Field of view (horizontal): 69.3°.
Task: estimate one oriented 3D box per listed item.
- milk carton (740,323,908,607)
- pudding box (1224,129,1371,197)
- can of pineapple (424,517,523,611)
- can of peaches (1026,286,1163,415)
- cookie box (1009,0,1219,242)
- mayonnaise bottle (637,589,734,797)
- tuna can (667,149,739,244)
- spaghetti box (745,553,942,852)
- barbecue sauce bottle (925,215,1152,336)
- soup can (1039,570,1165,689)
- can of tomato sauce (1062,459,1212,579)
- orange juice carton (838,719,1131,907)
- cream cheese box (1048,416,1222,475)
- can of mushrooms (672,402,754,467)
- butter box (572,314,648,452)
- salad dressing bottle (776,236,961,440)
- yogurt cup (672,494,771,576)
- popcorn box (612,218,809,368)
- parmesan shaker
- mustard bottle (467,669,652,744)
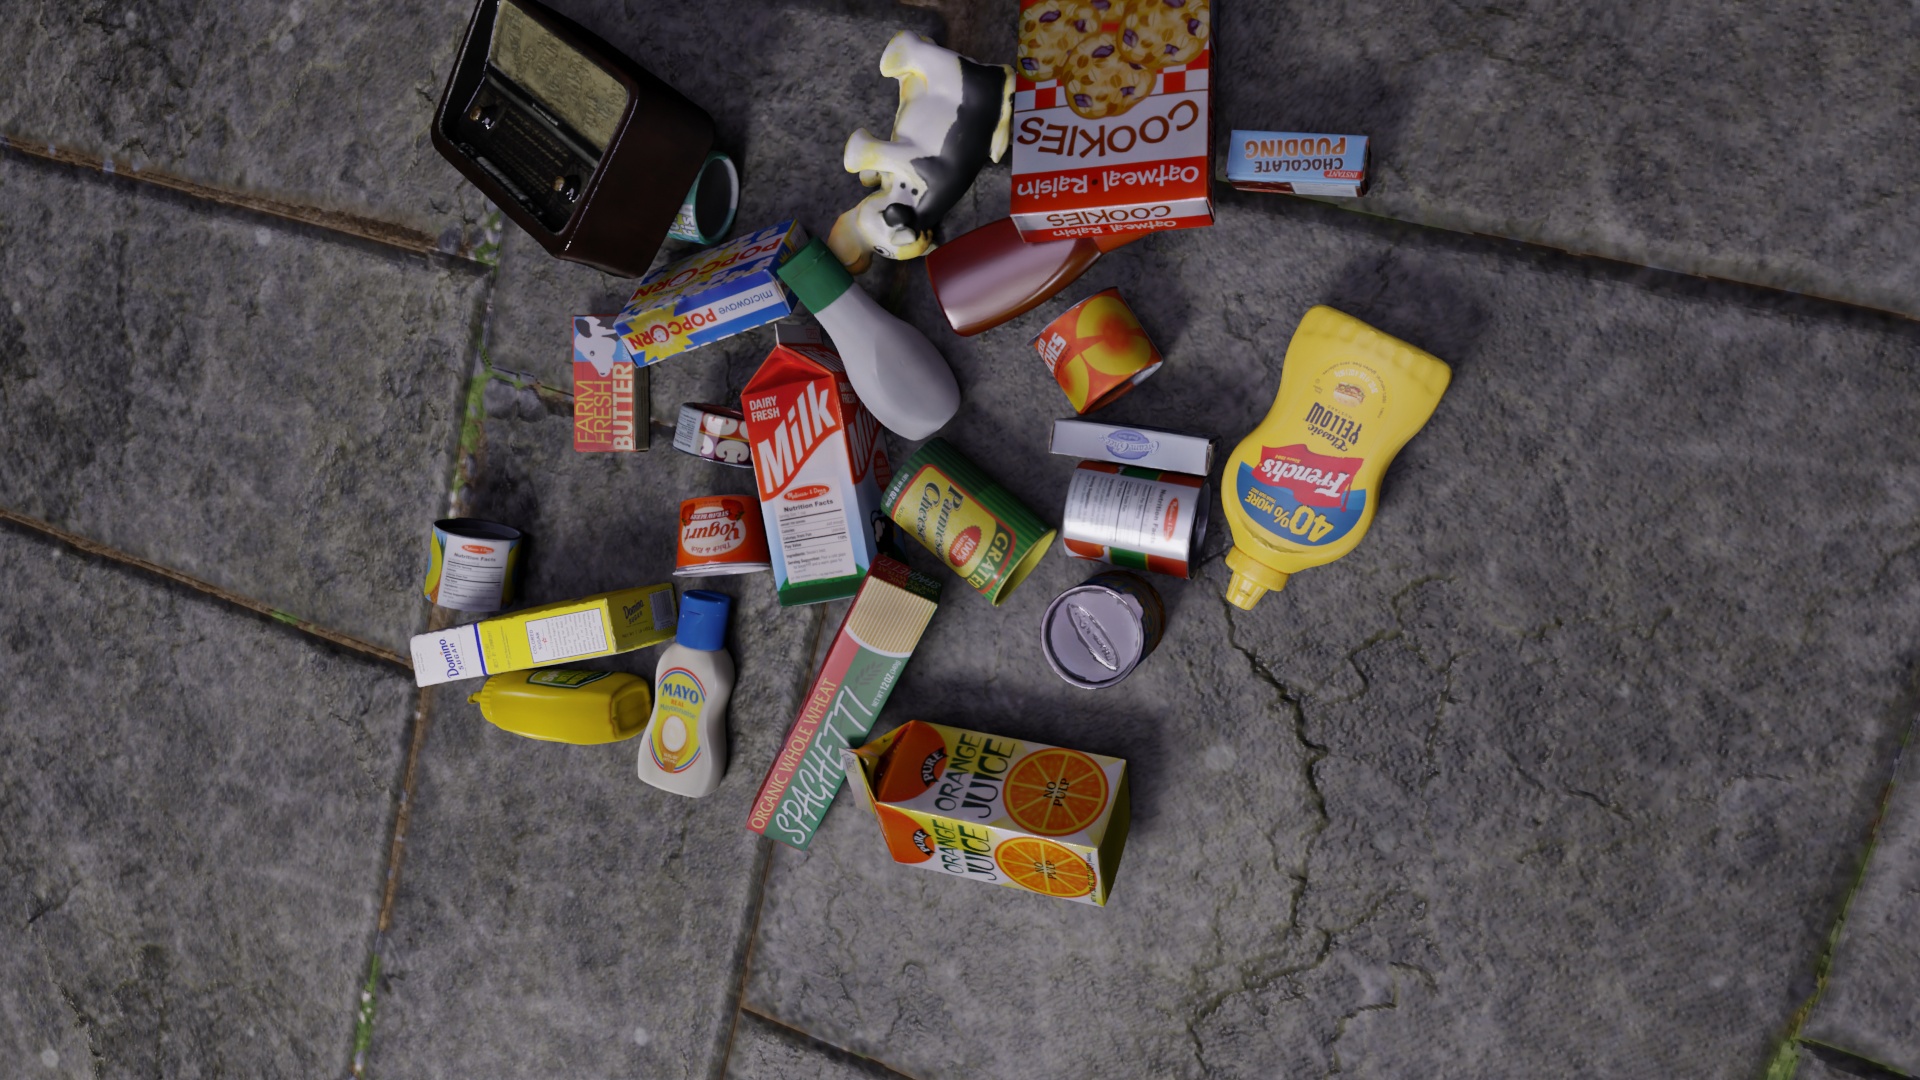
[{"bbox_3d":[-0.096,-0.056,0.963,0.073,0.072,0.190,-10,93,19],"label":"milk carton"},{"bbox_3d":[0.208,-0.232,0.856,0.084,0.050,0.030,8,96,18],"label":"pudding box"},{"bbox_3d":[-0.374,0.018,1.067,0.071,0.071,0.057,14,100,17],"label":"can of pineapple"},{"bbox_3d":[0.087,-0.120,0.897,0.071,0.071,0.058,-34,85,18],"label":"can of peaches"},{"bbox_3d":[0.098,-0.275,0.870,0.123,0.040,0.168,-1,76,18],"label":"cookie box"},{"bbox_3d":[-0.199,0.112,1.028,0.065,0.041,0.147,13,100,19],"label":"mayonnaise bottle"},{"bbox_3d":[-0.186,-0.242,0.977,0.033,0.071,0.071,14,100,16],"label":"tuna can"},{"bbox_3d":[-0.084,0.118,0.957,0.050,0.029,0.248,24,120,-7],"label":"spaghetti box"},{"bbox_3d":[0.054,-0.190,0.915,0.148,0.044,0.065,-22,88,19],"label":"barbecue sauce bottle"},{"bbox_3d":[0.096,0.055,0.902,0.071,0.084,0.071,2,96,18],"label":"soup can"},{"bbox_3d":[0.115,-0.014,0.900,0.083,0.071,0.071,10,98,18],"label":"can of tomato sauce"},{"bbox_3d":[0.012,0.178,0.934,0.193,0.073,0.071,8,137,18],"label":"orange juice carton"},{"bbox_3d":[0.114,-0.062,0.901,0.104,0.053,0.024,9,100,18],"label":"cream cheese box"},{"bbox_3d":[-0.167,-0.075,0.990,0.071,0.071,0.033,16,99,17],"label":"can of mushrooms"},{"bbox_3d":[-0.261,-0.117,1.037,0.053,0.024,0.103,3,96,18],"label":"butter box"},{"bbox_3d":[-0.061,-0.135,0.927,0.147,0.064,0.044,50,148,-18],"label":"salad dressing bottle"},{"bbox_3d":[-0.172,-0.003,0.998,0.072,0.072,0.054,-6,85,19],"label":"yogurt cup"},{"bbox_3d":[-0.169,-0.173,0.967,0.126,0.085,0.038,-15,123,20],"label":"popcorn box"},{"bbox_3d":[0.003,-0.012,0.937,0.103,0.071,0.071,39,106,12],"label":"parmesan shaker"},{"bbox_3d":[-0.315,0.124,1.058,0.160,0.065,0.048,1,100,22],"label":"mustard bottle"}]
